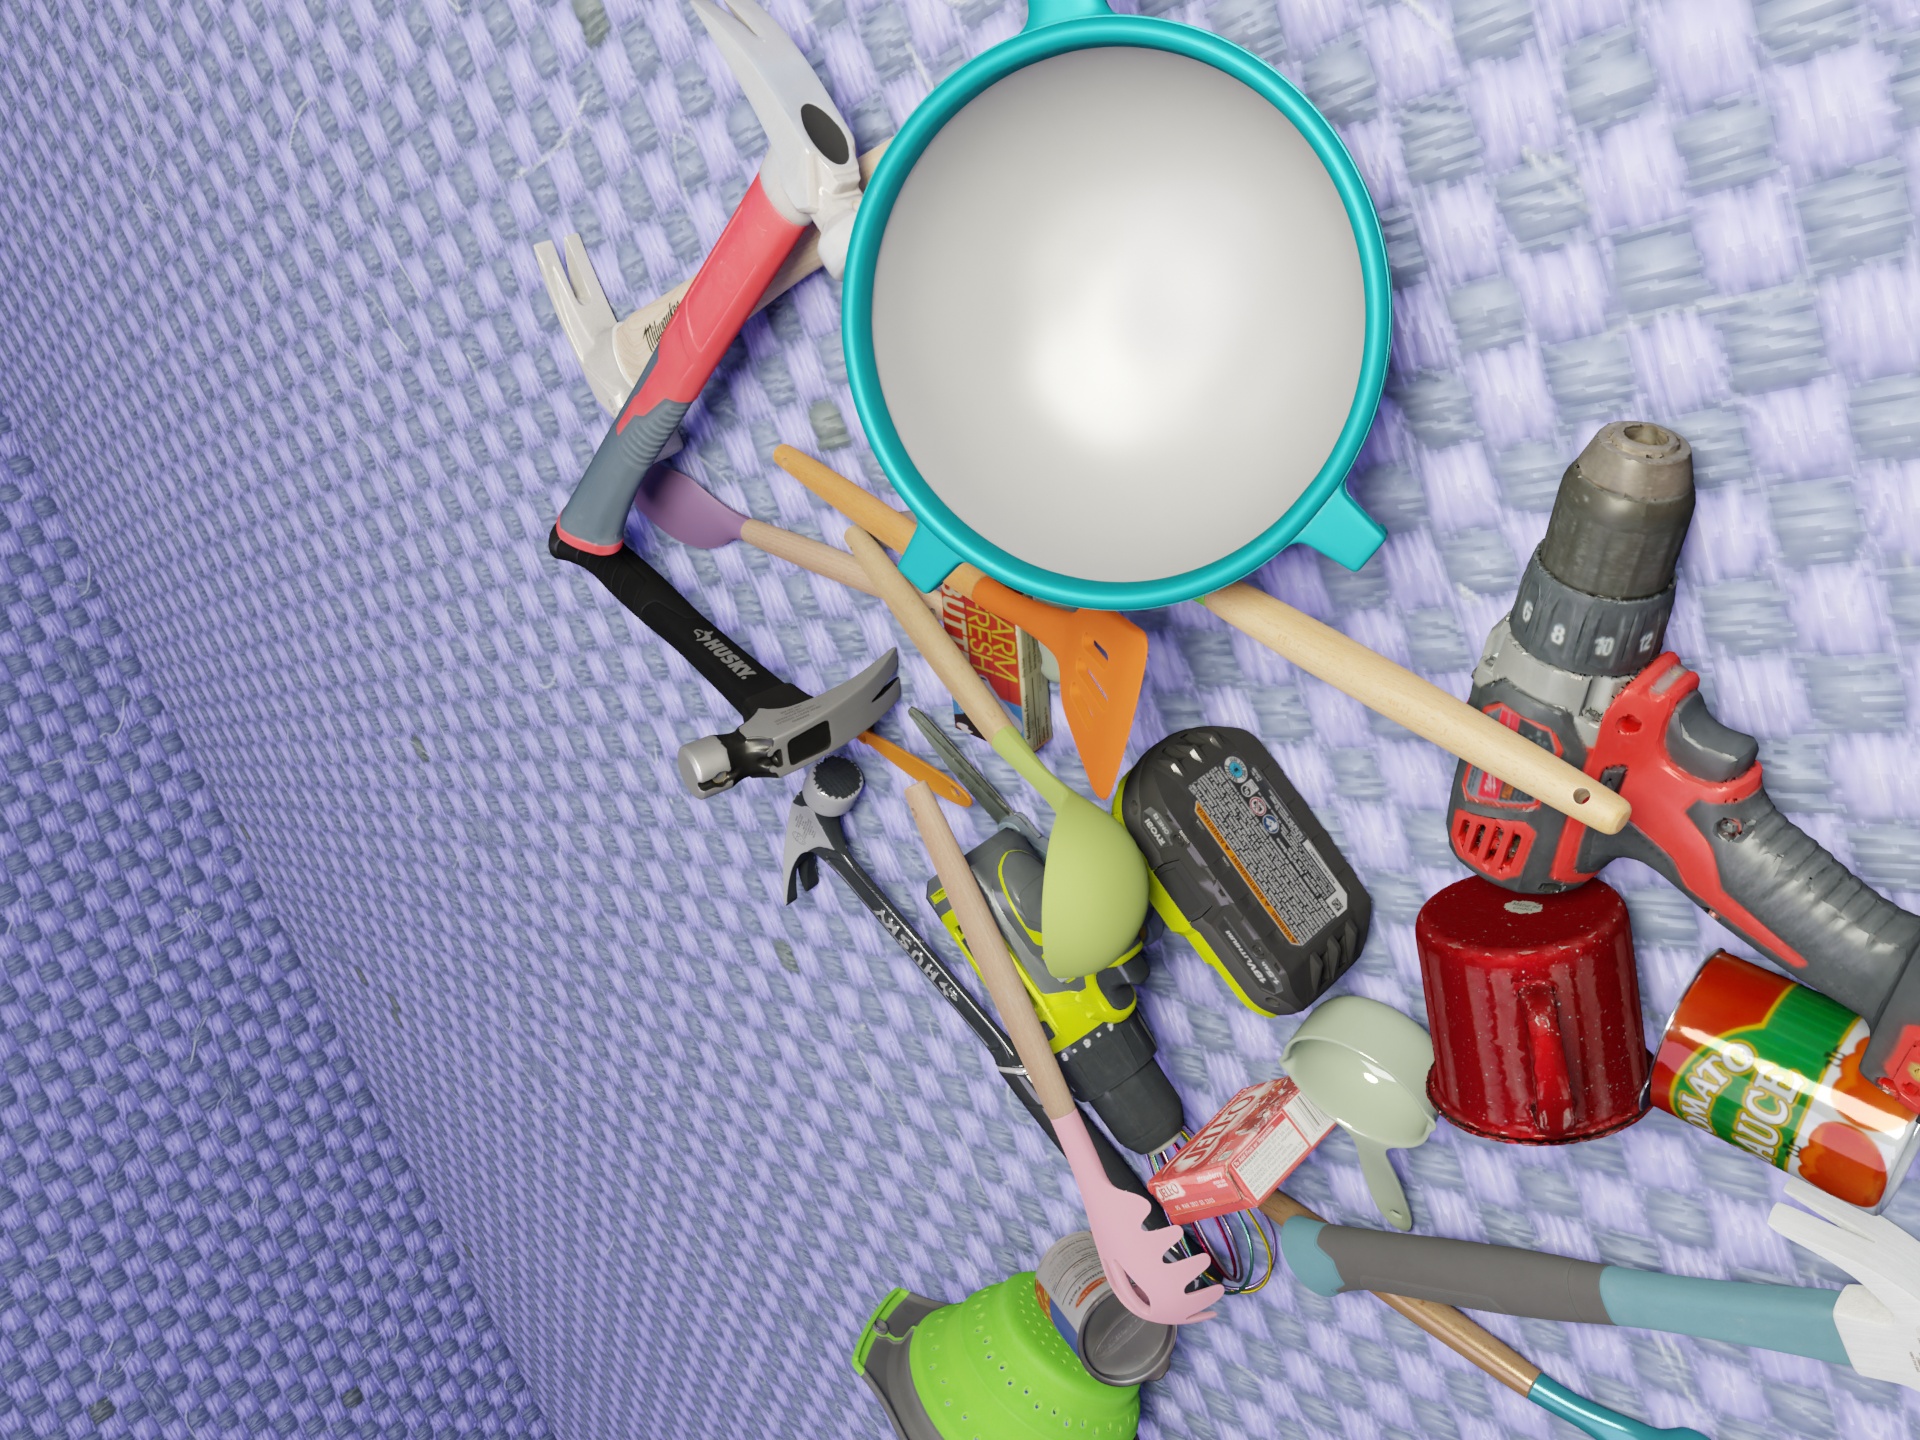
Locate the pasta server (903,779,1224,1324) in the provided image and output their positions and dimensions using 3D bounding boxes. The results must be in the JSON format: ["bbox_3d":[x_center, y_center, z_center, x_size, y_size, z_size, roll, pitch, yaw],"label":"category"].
[{"bbox_3d":[0.047,0.174,0.820,0.060,0.040,0.316,-24,90,56],"label":"pasta server"}]

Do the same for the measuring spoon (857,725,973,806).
[{"bbox_3d":[-0.029,0.023,0.952,0.117,0.011,0.021,31,147,42],"label":"measuring spoon"}]

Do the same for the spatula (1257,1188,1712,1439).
[{"bbox_3d":[0.263,0.322,0.804,0.318,0.044,0.082,28,112,38],"label":"spatula"}]

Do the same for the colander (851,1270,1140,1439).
[{"bbox_3d":[0.122,0.485,1.057,0.397,0.204,0.094,33,106,8],"label":"colander"}]

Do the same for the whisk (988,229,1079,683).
[{"bbox_3d":[0.036,-0.120,0.744,0.059,0.058,0.246,2,127,16],"label":"whisk"}]

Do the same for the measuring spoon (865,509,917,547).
[{"bbox_3d":[-0.017,-0.101,0.846,0.124,0.018,0.034,2,118,51],"label":"measuring spoon"}]

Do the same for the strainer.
[{"bbox_3d":[0.058,-0.216,0.601,0.211,0.095,0.340,-1,105,26],"label":"strainer"}]

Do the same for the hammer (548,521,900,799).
[{"bbox_3d":[-0.172,-0.063,1.000,0.335,0.146,0.035,38,142,44],"label":"hammer"}]

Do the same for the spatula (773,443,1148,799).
[{"bbox_3d":[-0.010,-0.074,0.788,0.323,0.041,0.081,38,127,40],"label":"spatula"}]

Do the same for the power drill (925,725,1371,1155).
[{"bbox_3d":[0.095,0.118,0.807,0.190,0.080,0.228,55,141,6],"label":"power drill"}]

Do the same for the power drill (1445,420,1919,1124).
[{"bbox_3d":[0.276,0.017,0.530,0.227,0.080,0.187,34,139,35],"label":"power drill"}]

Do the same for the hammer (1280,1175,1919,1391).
[{"bbox_3d":[0.285,0.261,0.724,0.331,0.033,0.128,-13,105,50],"label":"hammer"}]

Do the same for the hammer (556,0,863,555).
[{"bbox_3d":[-0.159,-0.205,0.858,0.143,0.038,0.386,59,144,4],"label":"hammer"}]

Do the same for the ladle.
[{"bbox_3d":[-0.001,-0.002,0.780,0.321,0.062,0.078,55,165,42],"label":"ladle"}]

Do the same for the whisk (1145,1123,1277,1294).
[{"bbox_3d":[0.105,0.228,0.928,0.245,0.051,0.047,59,151,4],"label":"whisk"}]

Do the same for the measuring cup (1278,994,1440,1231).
[{"bbox_3d":[0.211,0.197,0.787,0.083,0.038,0.167,16,144,40],"label":"measuring cup"}]

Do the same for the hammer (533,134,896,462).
[{"bbox_3d":[-0.106,-0.246,0.829,0.411,0.038,0.146,-10,107,53],"label":"hammer"}]

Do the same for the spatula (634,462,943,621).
[{"bbox_3d":[-0.110,-0.106,0.957,0.316,0.018,0.059,24,140,40],"label":"spatula"}]

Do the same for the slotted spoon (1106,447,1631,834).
[{"bbox_3d":[0.119,-0.038,0.628,0.314,0.031,0.070,35,98,37],"label":"slotted spoon"}]

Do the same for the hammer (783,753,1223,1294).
[{"bbox_3d":[0.020,0.209,1.023,0.409,0.036,0.149,49,145,13],"label":"hammer"}]
